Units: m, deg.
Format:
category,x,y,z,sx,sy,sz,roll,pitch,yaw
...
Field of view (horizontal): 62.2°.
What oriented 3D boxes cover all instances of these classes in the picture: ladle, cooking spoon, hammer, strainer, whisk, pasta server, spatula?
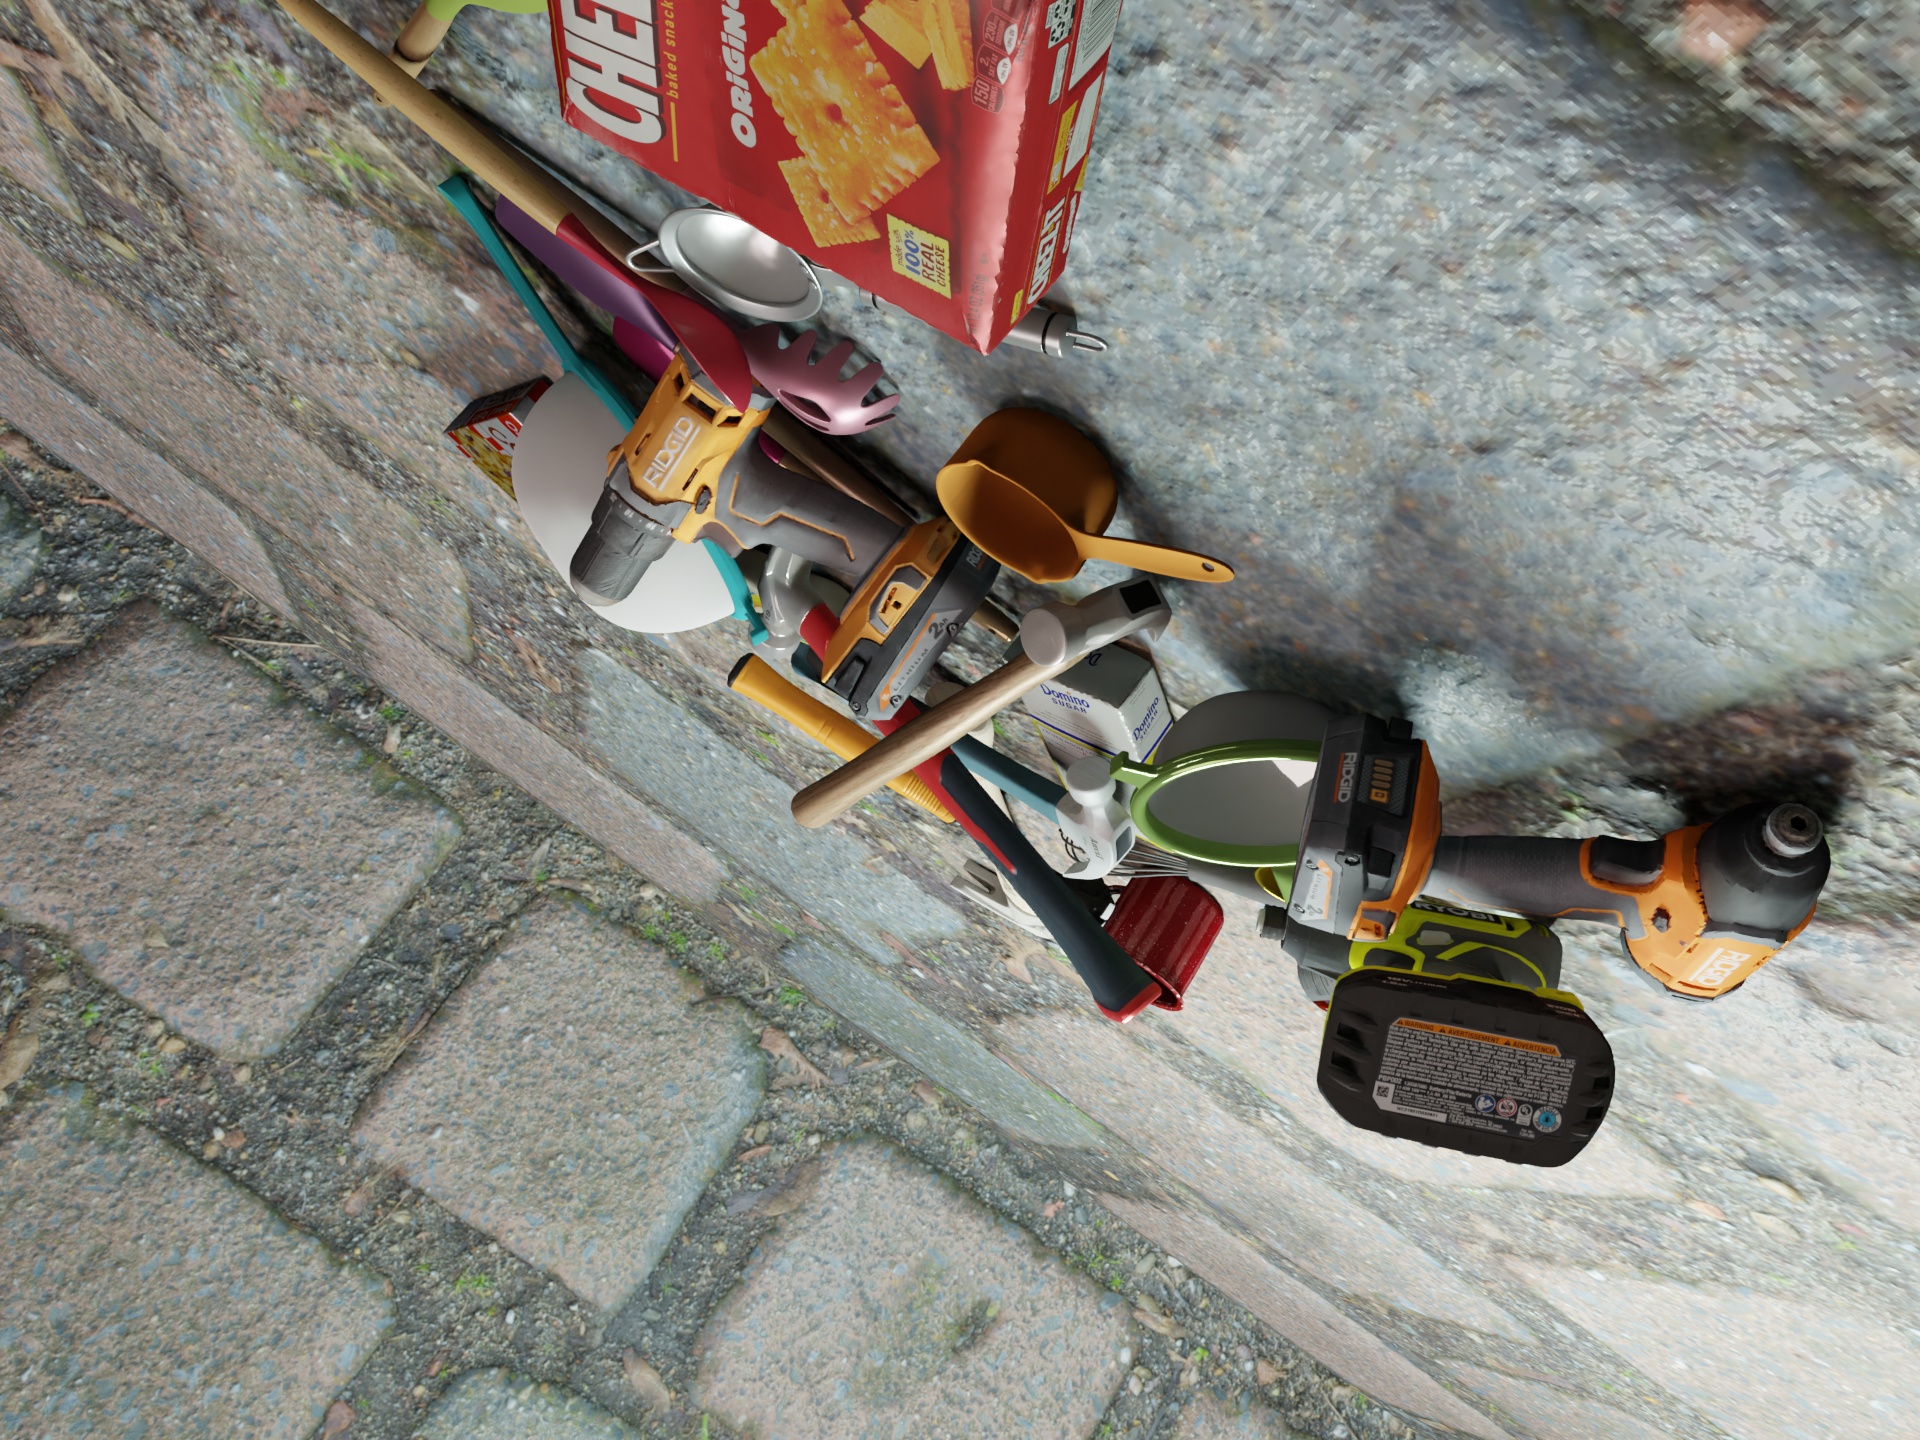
category,x,y,z,sx,sy,sz,roll,pitch,yaw
ladle,-0.226,-0.273,0.824,0.315,0.031,0.069,40,-173,-5
cooking spoon,-0.092,-0.150,1.005,0.319,0.017,0.068,37,160,-4
hammer,-0.030,0.053,1.193,0.337,0.034,0.127,34,-175,-2
strainer,0.186,0.046,0.928,0.151,0.069,0.256,-6,152,17
strainer,-0.263,-0.180,1.038,0.211,0.095,0.340,38,162,55
hammer,-0.001,-0.003,0.936,0.331,0.130,0.031,-32,81,47
hammer,-0.002,0.032,1.037,0.386,0.038,0.143,49,144,15
whisk,0.169,0.101,1.134,0.239,0.055,0.055,14,152,38
strainer,-0.046,-0.209,0.760,0.258,0.050,0.086,21,165,22
hammer,0.020,0.081,1.340,0.146,0.038,0.410,27,159,26
pasta server,-0.170,-0.255,0.880,0.316,0.040,0.060,38,161,4
spatula,-0.147,-0.211,0.954,0.315,0.018,0.060,39,149,-10
ladle,-0.250,-0.351,0.779,0.078,0.062,0.320,48,164,-24
hammer,-0.008,0.013,1.120,0.331,0.033,0.128,30,155,37

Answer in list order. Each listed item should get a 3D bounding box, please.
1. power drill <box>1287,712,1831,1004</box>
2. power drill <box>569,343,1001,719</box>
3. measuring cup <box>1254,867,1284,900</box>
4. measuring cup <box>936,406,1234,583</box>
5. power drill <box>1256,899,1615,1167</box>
category,x,y,z,sx,sy,sz,roll,pitch,yaw
power drill,0.278,0.063,0.747,0.226,0.084,0.164,11,155,11
power drill,-0.114,-0.095,0.951,0.226,0.185,0.084,36,-155,-6
measuring cup,0.269,0.110,1.027,0.156,0.029,0.062,14,153,20
measuring cup,0.070,-0.107,0.791,0.174,0.052,0.095,19,155,35
power drill,0.250,0.149,0.861,0.171,0.080,0.223,10,-169,6
